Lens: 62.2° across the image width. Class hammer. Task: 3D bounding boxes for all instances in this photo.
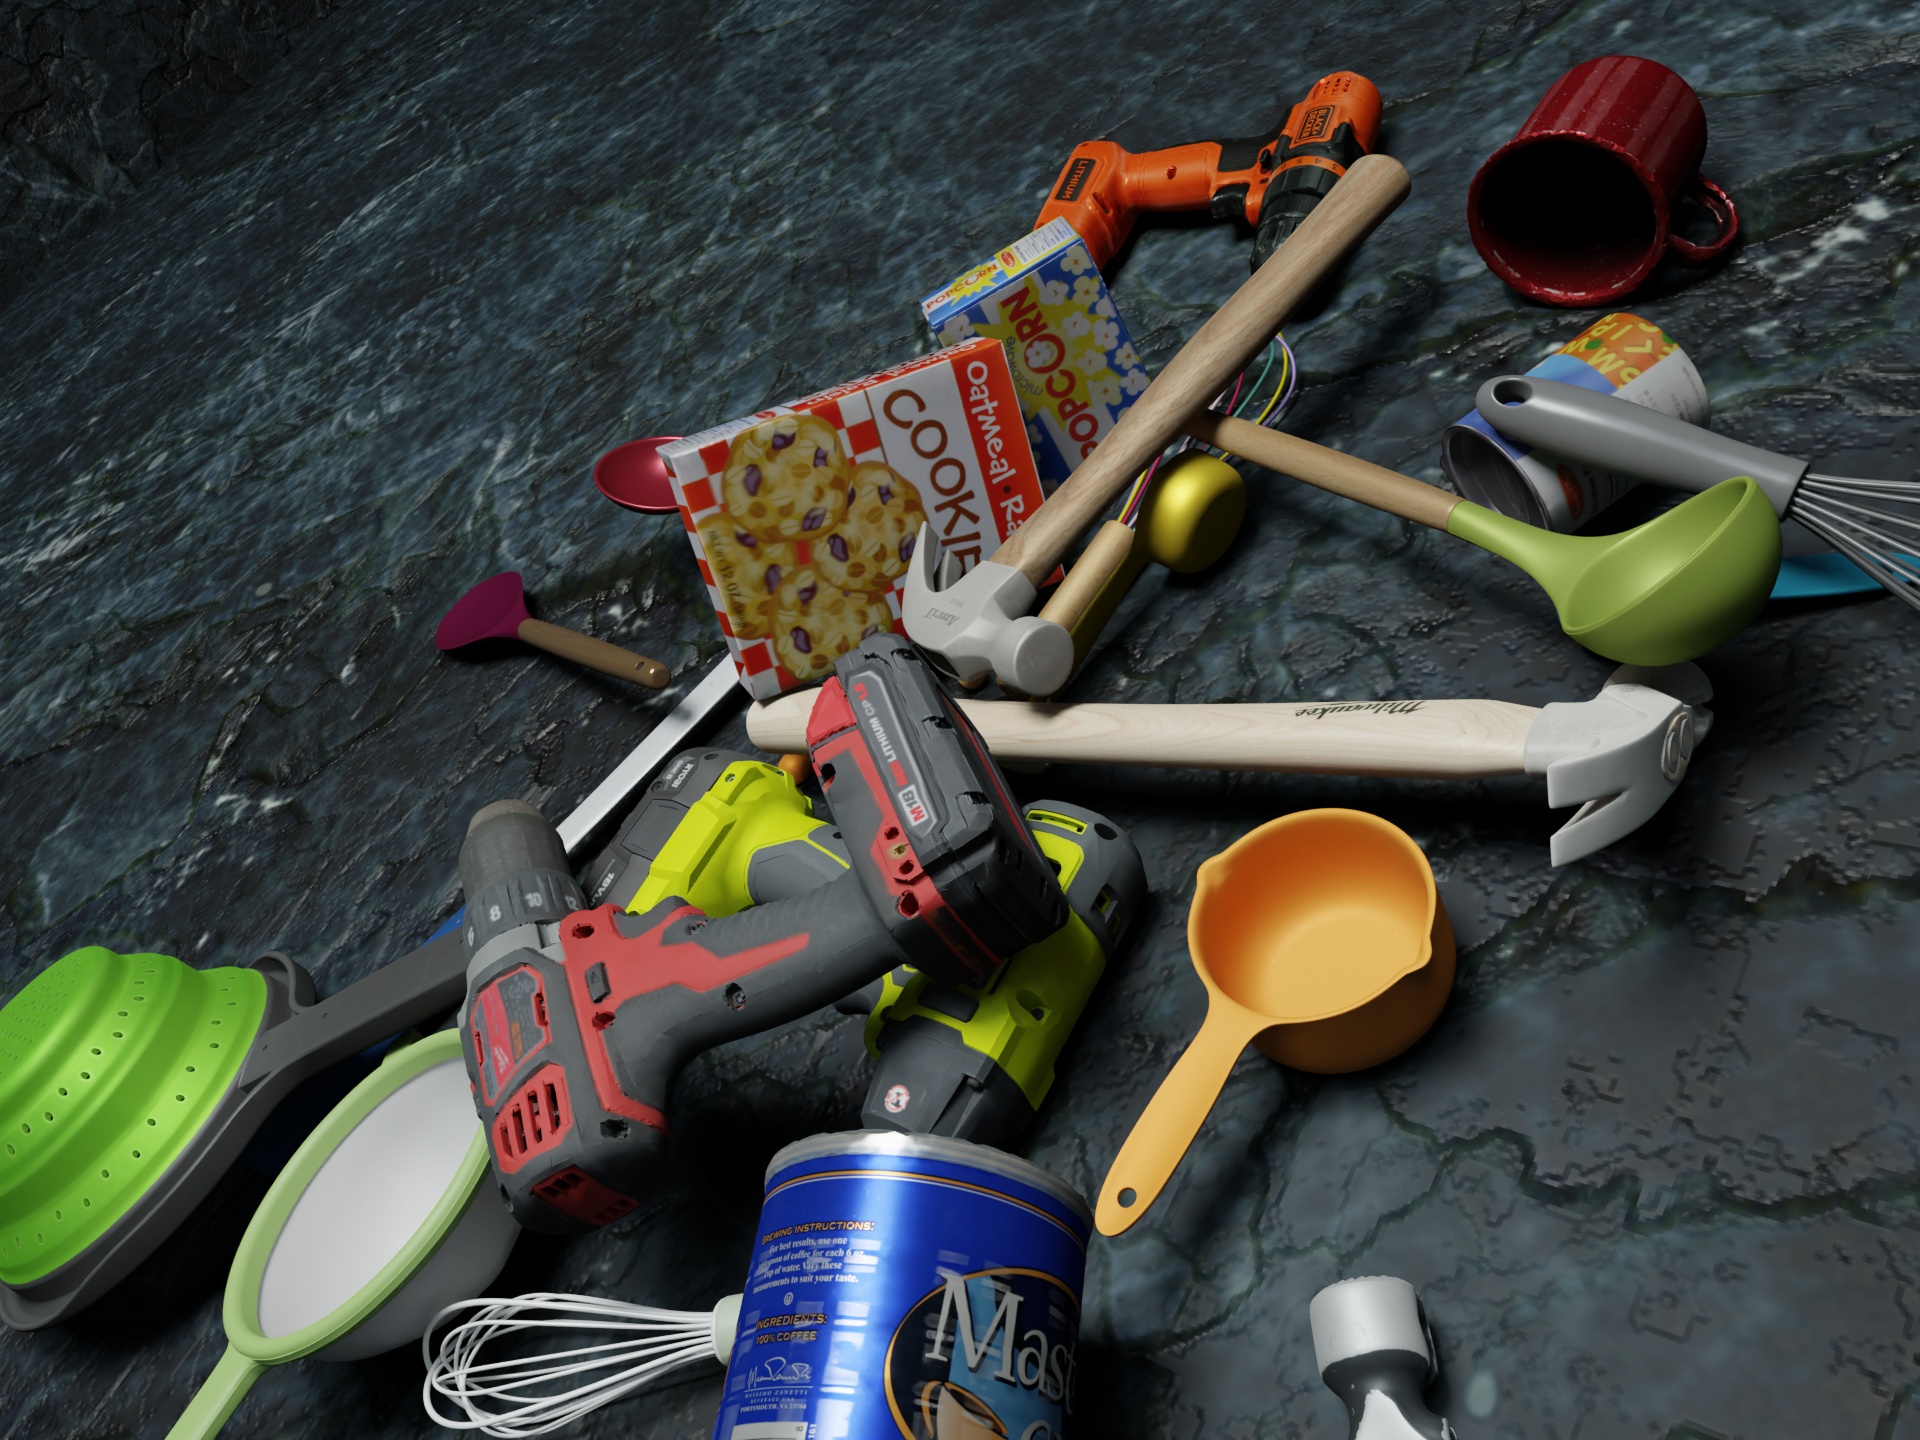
[{"bbox_3d":[-0.042,0.288,0.495,0.409,0.036,0.149,-19,44,18],"label":"hammer"},{"bbox_3d":[-0.206,0.068,0.814,0.405,0.035,0.144,-47,42,-14],"label":"hammer"},{"bbox_3d":[0.066,0.008,0.638,0.411,0.038,0.146,1,15,37],"label":"hammer"},{"bbox_3d":[0.095,-0.145,0.727,0.331,0.031,0.130,-48,34,-15],"label":"hammer"}]

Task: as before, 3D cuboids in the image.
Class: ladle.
[{"bbox_3d":[0.178,-0.098,0.642,0.078,0.062,0.320,-43,39,-9],"label":"ladle"},{"bbox_3d":[-0.056,-0.161,0.904,0.315,0.031,0.069,-10,46,10],"label":"ladle"}]

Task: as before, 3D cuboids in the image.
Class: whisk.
[{"bbox_3d":[0.297,-0.079,0.573,0.239,0.055,0.055,28,68,28],"label":"whisk"},{"bbox_3d":[-0.092,0.224,0.582,0.246,0.059,0.058,-15,17,16],"label":"whisk"},{"bbox_3d":[0.089,-0.110,0.785,0.051,0.047,0.245,20,67,43],"label":"whisk"}]

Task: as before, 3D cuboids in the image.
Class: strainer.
[{"bbox_3d":[-0.250,0.247,0.637,0.151,0.069,0.256,-2,47,49],"label":"strainer"}]

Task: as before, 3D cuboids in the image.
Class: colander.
[{"bbox_3d":[-0.355,0.143,0.738,0.397,0.094,0.205,-28,31,23],"label":"colander"}]

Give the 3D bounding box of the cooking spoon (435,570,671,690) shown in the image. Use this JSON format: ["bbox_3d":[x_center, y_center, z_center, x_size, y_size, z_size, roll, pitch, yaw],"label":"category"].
[{"bbox_3d":[-0.244,-0.049,0.934,0.069,0.017,0.319,-51,33,-16],"label":"cooking spoon"}]

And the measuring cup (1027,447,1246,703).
[{"bbox_3d":[0.082,-0.056,0.739,0.029,0.062,0.156,31,82,32],"label":"measuring cup"}]

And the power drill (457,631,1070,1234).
[{"bbox_3d":[-0.093,0.063,0.604,0.226,0.080,0.188,-32,49,5],"label":"power drill"}]

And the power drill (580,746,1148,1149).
[{"bbox_3d":[-0.054,0.098,0.656,0.223,0.080,0.171,12,59,37],"label":"power drill"}]

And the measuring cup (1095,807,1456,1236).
[{"bbox_3d":[0.106,0.113,0.552,0.095,0.052,0.174,20,66,44],"label":"measuring cup"}]

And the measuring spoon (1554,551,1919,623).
[{"bbox_3d":[0.296,-0.045,0.608,0.128,0.021,0.042,-5,47,18],"label":"measuring spoon"}]

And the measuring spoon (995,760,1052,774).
[{"bbox_3d":[-0.001,-0.002,0.758,0.034,0.018,0.124,-48,43,-15],"label":"measuring spoon"}]

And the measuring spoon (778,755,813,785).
[{"bbox_3d":[-0.112,0.059,0.778,0.021,0.011,0.117,19,63,43],"label":"measuring spoon"}]

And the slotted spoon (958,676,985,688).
[{"bbox_3d":[-0.050,-0.108,0.887,0.070,0.031,0.314,-32,42,-1],"label":"slotted spoon"}]
